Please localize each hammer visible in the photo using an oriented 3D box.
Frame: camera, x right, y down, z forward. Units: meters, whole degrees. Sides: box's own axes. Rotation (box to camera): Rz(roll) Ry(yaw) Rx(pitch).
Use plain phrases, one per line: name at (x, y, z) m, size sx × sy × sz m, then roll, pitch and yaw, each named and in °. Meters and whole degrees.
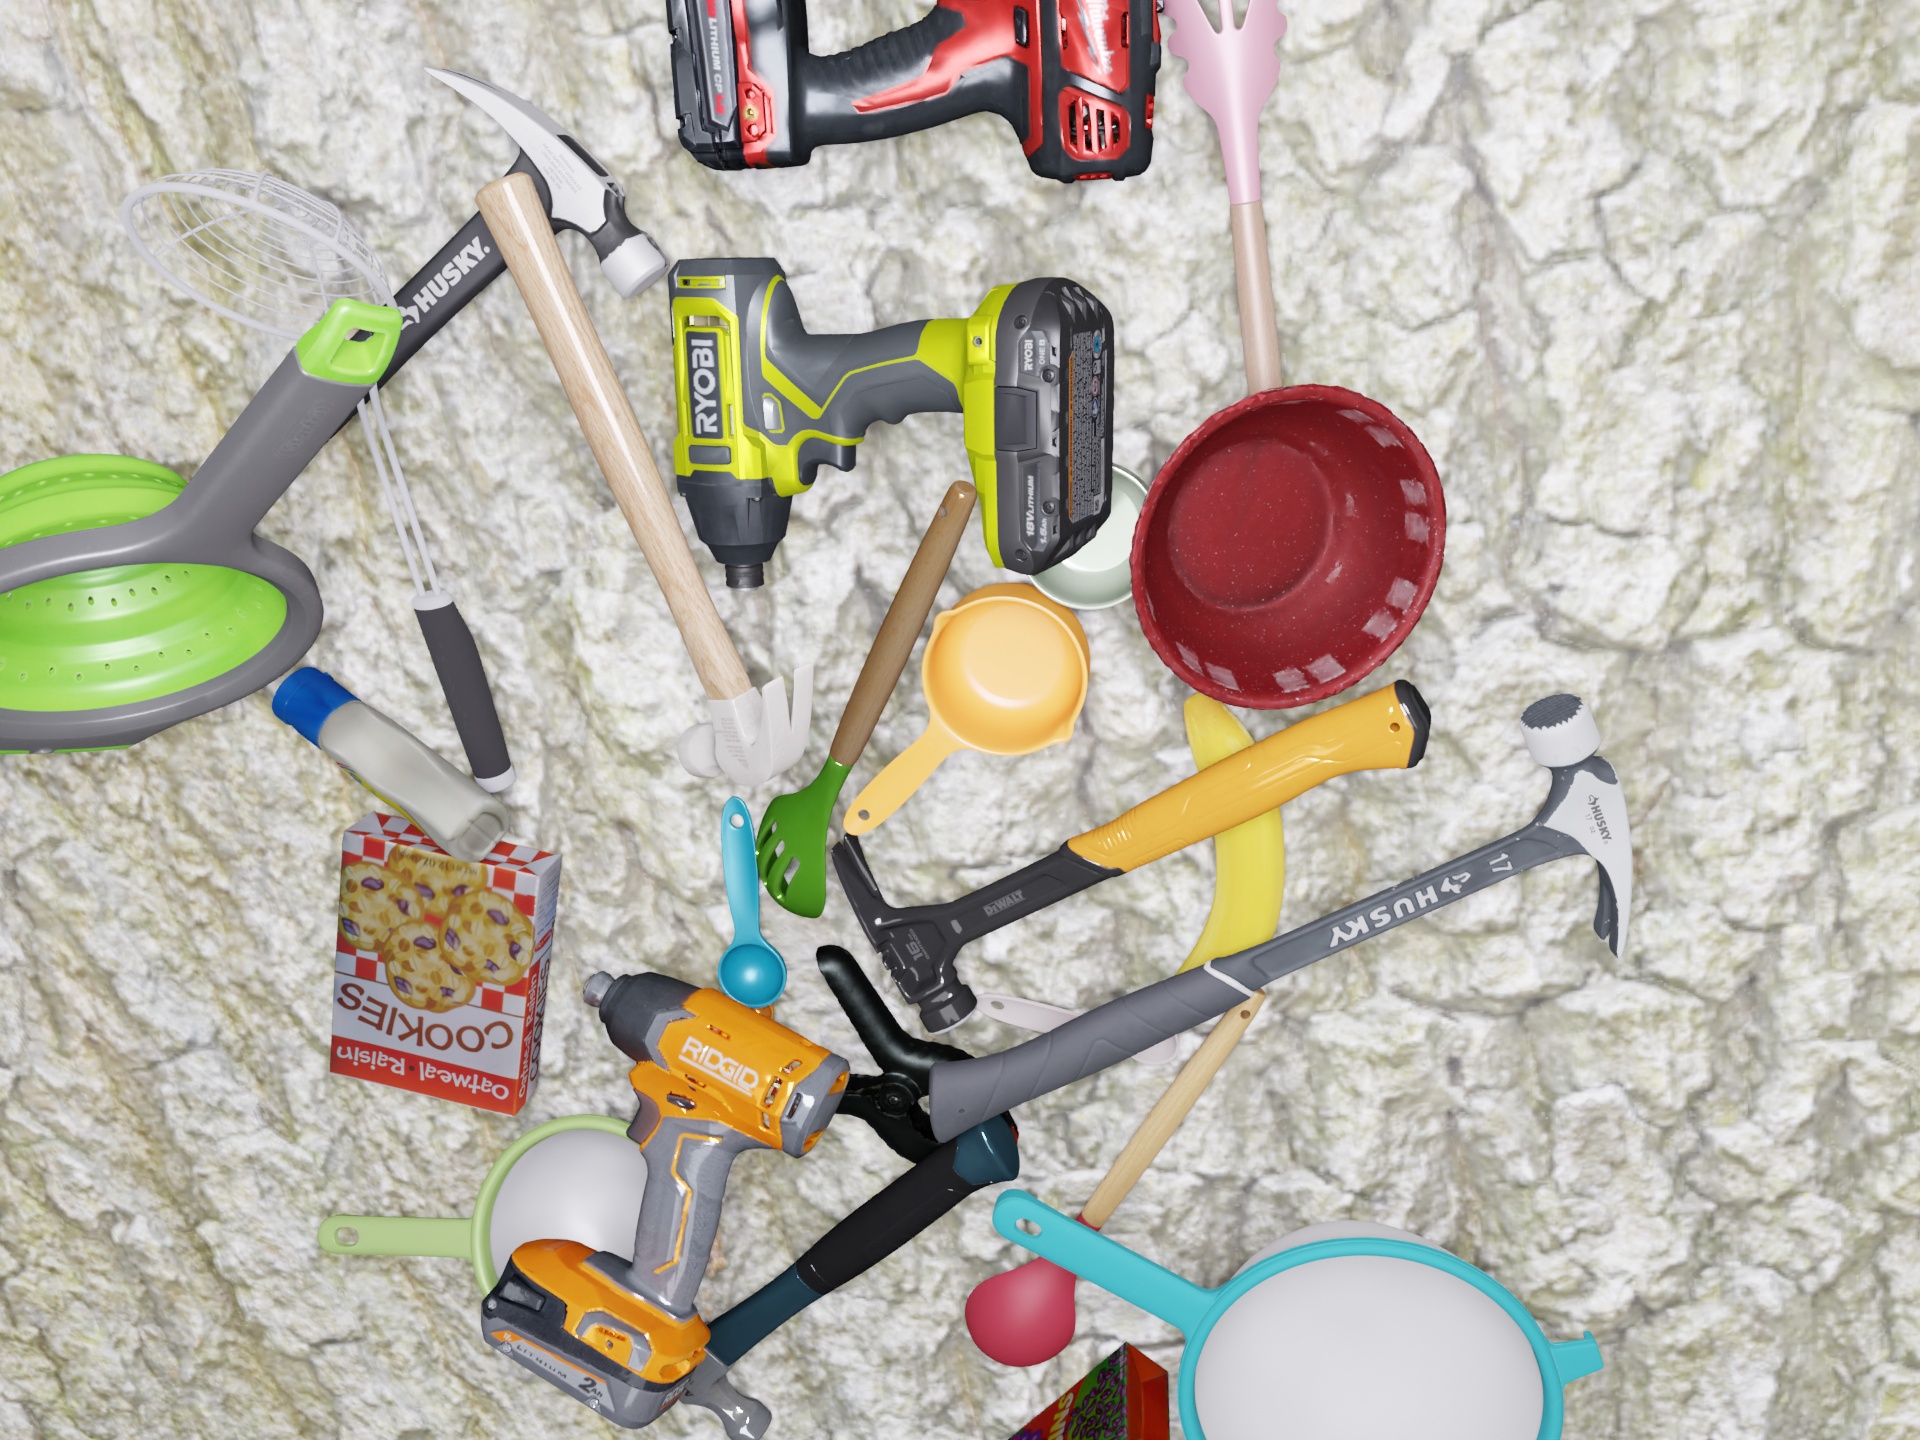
hammer at (-0.163, -0.116, 0.819) m, size 0.130 × 0.031 × 0.331 m, roll -1°, pitch 116°, yaw 52°
hammer at (-0.323, -0.200, 0.860) m, size 0.334 × 0.035 × 0.146 m, roll -36°, pitch 100°, yaw 18°
hammer at (0.088, 0.057, 0.851) m, size 0.337 × 0.034 × 0.127 m, roll -27°, pitch 97°, yaw 24°
hammer at (0.165, 0.134, 0.857) m, size 0.409 × 0.036 × 0.149 m, roll -26°, pitch 112°, yaw 8°
hammer at (-0.081, 0.337, 0.980) m, size 0.128 × 0.033 × 0.331 m, roll 44°, pitch 117°, yaw -6°

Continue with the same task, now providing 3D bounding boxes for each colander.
colander at (-0.394, -0.111, 0.787) m, size 0.397 × 0.204 × 0.095 m, roll -34°, pitch 70°, yaw 34°

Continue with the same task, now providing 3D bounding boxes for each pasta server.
pasta server at (0.143, -0.228, 0.783) m, size 0.060 × 0.040 × 0.316 m, roll -7°, pitch 111°, yaw 11°

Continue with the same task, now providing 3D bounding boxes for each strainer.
strainer at (-0.273, 0.319, 1.001) m, size 0.256 × 0.069 × 0.151 m, roll -3°, pitch 86°, yaw 12°
strainer at (0.177, 0.343, 0.931) m, size 0.340 × 0.095 × 0.211 m, roll 27°, pitch 108°, yaw 1°

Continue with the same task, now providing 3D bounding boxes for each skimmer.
skimmer at (-0.314, -0.106, 0.830) m, size 0.127 × 0.090 × 0.363 m, roll 3°, pitch 121°, yaw 24°

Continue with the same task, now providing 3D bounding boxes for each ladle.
ladle at (0.094, 0.282, 0.960) m, size 0.069 × 0.031 × 0.315 m, roll 31°, pitch 108°, yaw -1°

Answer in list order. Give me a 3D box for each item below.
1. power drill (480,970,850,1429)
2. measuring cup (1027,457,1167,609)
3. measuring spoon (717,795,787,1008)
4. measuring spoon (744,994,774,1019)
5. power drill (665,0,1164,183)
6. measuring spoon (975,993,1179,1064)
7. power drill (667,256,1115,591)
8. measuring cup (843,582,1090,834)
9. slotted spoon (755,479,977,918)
power drill at (-0.182, 0.261, 0.913) m, size 0.164 × 0.084 × 0.226 m, roll 26°, pitch 88°, yaw 13°
measuring cup at (0.056, -0.141, 0.821) m, size 0.083 × 0.038 × 0.167 m, roll -14°, pitch 100°, yaw 14°
measuring spoon at (-0.125, 0.106, 0.943) m, size 0.042 × 0.021 × 0.128 m, roll -3°, pitch 99°, yaw 9°
measuring spoon at (-0.154, 0.205, 0.982) m, size 0.021 × 0.011 × 0.117 m, roll 43°, pitch 113°, yaw -6°
power drill at (-0.019, -0.347, 0.743) m, size 0.226 × 0.080 × 0.187 m, roll 0°, pitch 108°, yaw 6°
measuring spoon at (0.069, 0.174, 0.935) m, size 0.124 × 0.018 × 0.034 m, roll 11°, pitch 123°, yaw 12°
power drill at (-0.041, -0.143, 0.795) m, size 0.223 × 0.080 × 0.171 m, roll 7°, pitch 109°, yaw 24°
measuring cup at (-0.001, -0.003, 0.866) m, size 0.095 × 0.052 × 0.173 m, roll 43°, pitch 112°, yaw -6°
slotted spoon at (-0.054, -0.001, 0.824) m, size 0.070 × 0.031 × 0.313 m, roll 55°, pitch 137°, yaw 29°
